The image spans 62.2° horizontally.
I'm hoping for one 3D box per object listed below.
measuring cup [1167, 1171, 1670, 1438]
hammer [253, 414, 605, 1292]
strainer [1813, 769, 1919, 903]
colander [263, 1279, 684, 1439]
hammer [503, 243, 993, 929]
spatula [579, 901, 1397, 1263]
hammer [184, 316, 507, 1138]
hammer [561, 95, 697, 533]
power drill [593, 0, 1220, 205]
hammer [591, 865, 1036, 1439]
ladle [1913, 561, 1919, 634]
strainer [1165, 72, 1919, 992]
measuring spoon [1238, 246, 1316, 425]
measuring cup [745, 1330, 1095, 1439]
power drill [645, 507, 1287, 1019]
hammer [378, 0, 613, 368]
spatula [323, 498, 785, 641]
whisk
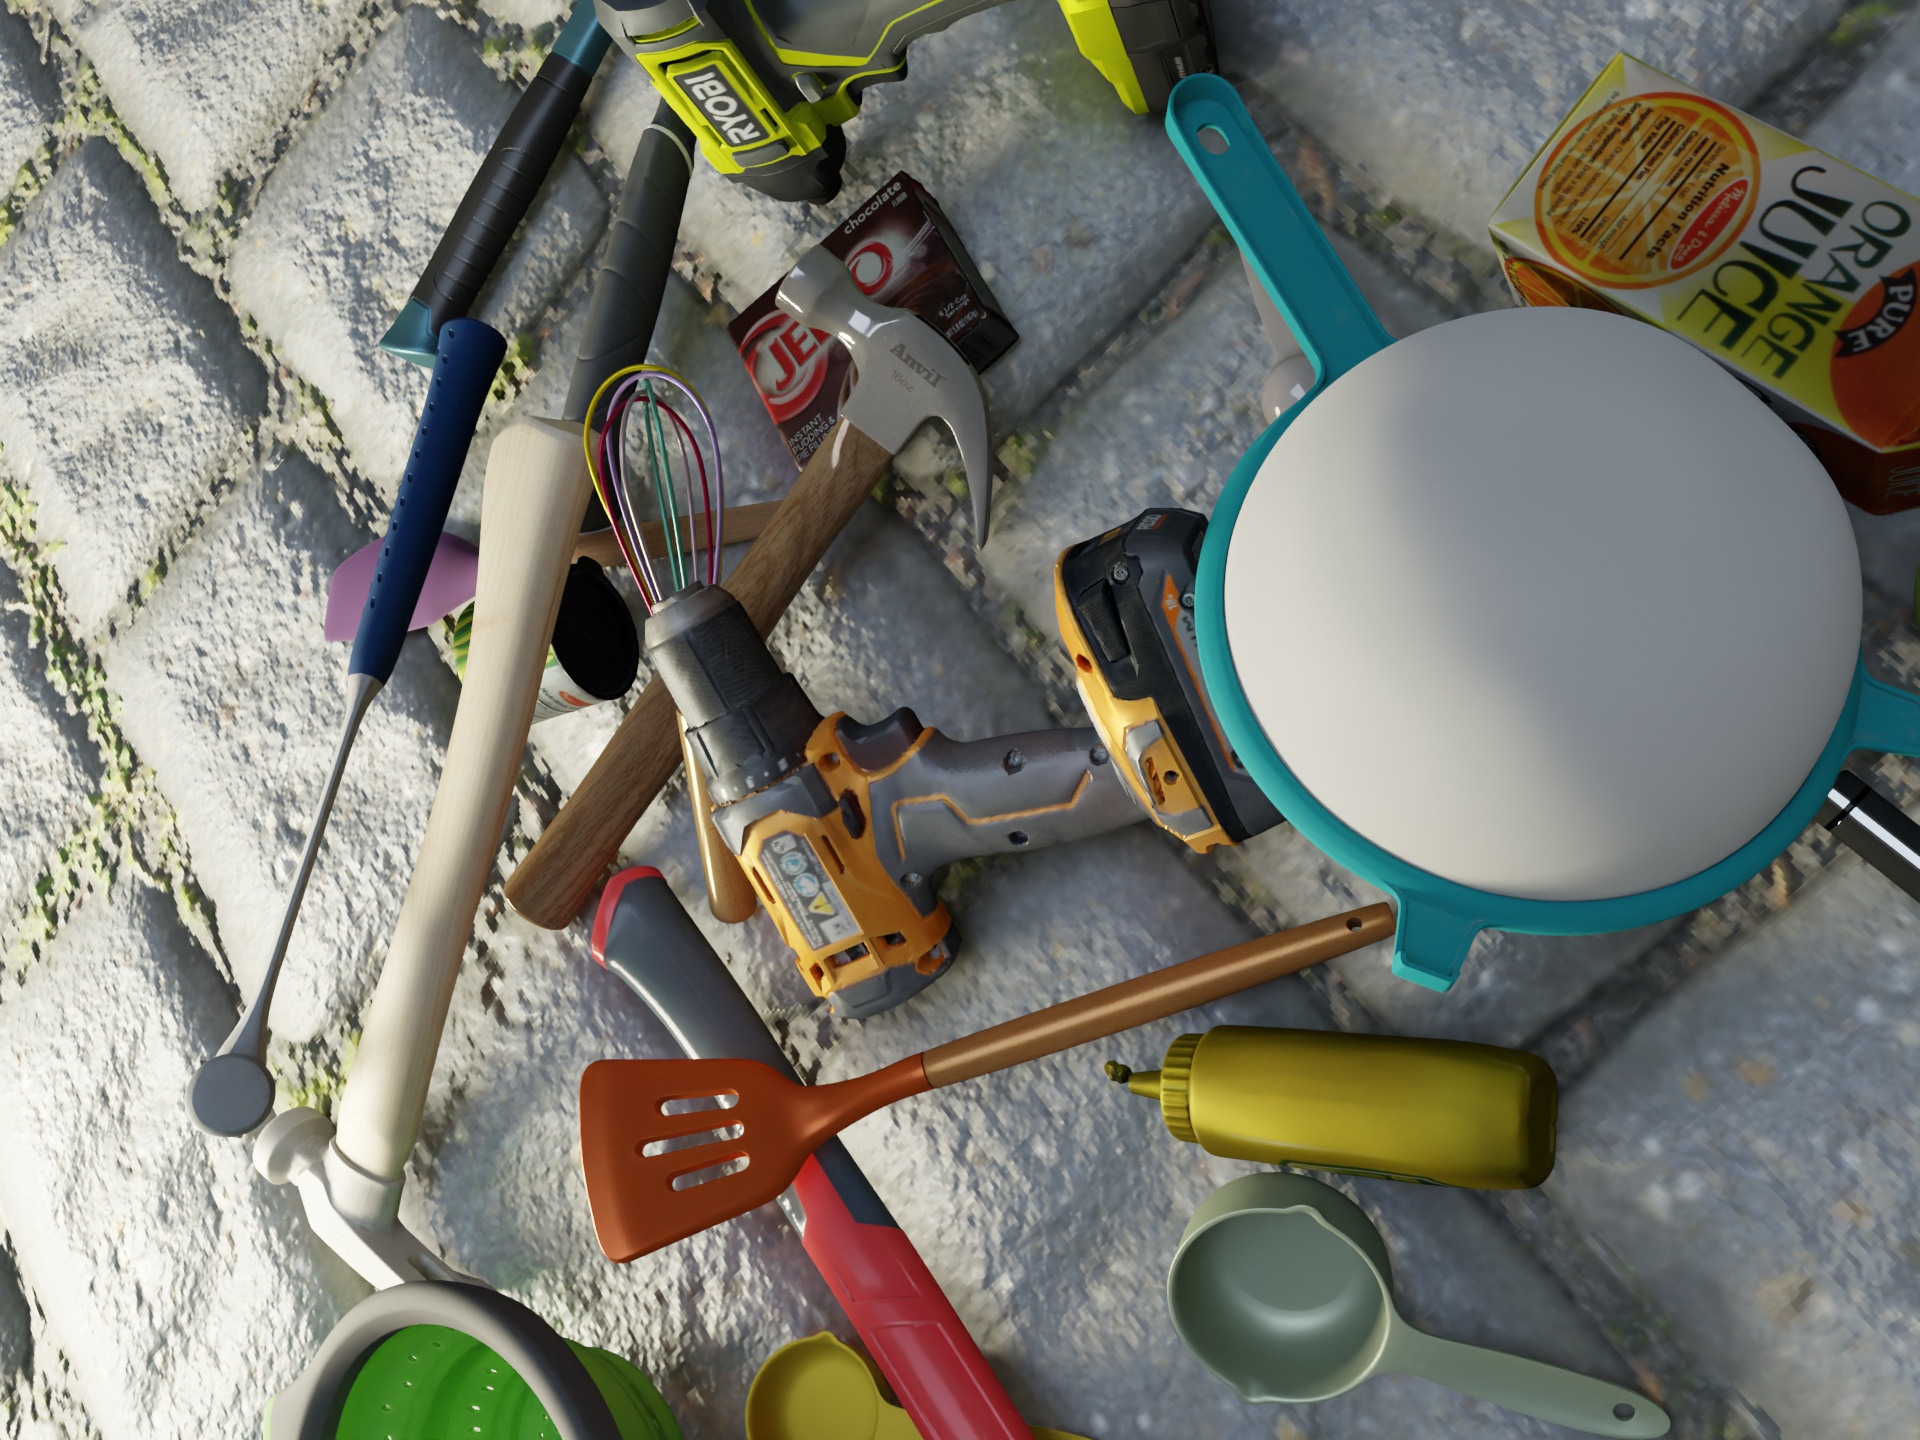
[{"bbox_3d":[0.156,0.207,0.549,0.167,0.038,0.083,15,108,11],"label":"measuring cup"},{"bbox_3d":[-0.221,0.068,0.713,0.146,0.038,0.410,27,107,27],"label":"hammer"},{"bbox_3d":[0.276,0.022,0.516,0.087,0.050,0.259,-35,67,-26],"label":"strainer"},{"bbox_3d":[-0.111,0.313,0.610,0.397,0.094,0.204,-11,82,33],"label":"colander"},{"bbox_3d":[-0.103,-0.033,0.703,0.130,0.031,0.331,37,107,-3],"label":"hammer"},{"bbox_3d":[0.008,0.124,0.605,0.322,0.041,0.081,-21,61,11],"label":"spatula"},{"bbox_3d":[-0.290,-0.007,0.761,0.144,0.035,0.406,-28,48,62],"label":"hammer"},{"bbox_3d":[-0.132,-0.283,0.734,0.036,0.149,0.409,19,95,35],"label":"hammer"},{"bbox_3d":[-0.013,-0.286,0.657,0.223,0.171,0.080,-9,75,17],"label":"power drill"},{"bbox_3d":[-0.031,0.196,0.633,0.143,0.038,0.387,-37,61,-5],"label":"hammer"},{"bbox_3d":[0.423,0.028,0.432,0.320,0.062,0.078,37,136,24],"label":"ladle"},{"bbox_3d":[0.154,-0.102,0.500,0.211,0.095,0.341,-24,71,-7],"label":"strainer"},{"bbox_3d":[0.126,-0.173,0.639,0.034,0.018,0.124,-18,73,23],"label":"measuring spoon"},{"bbox_3d":[-0.008,0.282,0.626,0.156,0.029,0.062,4,68,15],"label":"measuring cup"},{"bbox_3d":[-0.001,-0.002,0.607,0.226,0.084,0.185,-25,100,22],"label":"power drill"},{"bbox_3d":[-0.209,-0.329,0.830,0.128,0.033,0.331,35,97,27],"label":"hammer"},{"bbox_3d":[-0.203,-0.083,0.791,0.316,0.018,0.060,-6,72,27],"label":"spatula"},{"bbox_3d":[-0.116,-0.027,0.669,0.051,0.047,0.244,27,128,56],"label":"whisk"}]
